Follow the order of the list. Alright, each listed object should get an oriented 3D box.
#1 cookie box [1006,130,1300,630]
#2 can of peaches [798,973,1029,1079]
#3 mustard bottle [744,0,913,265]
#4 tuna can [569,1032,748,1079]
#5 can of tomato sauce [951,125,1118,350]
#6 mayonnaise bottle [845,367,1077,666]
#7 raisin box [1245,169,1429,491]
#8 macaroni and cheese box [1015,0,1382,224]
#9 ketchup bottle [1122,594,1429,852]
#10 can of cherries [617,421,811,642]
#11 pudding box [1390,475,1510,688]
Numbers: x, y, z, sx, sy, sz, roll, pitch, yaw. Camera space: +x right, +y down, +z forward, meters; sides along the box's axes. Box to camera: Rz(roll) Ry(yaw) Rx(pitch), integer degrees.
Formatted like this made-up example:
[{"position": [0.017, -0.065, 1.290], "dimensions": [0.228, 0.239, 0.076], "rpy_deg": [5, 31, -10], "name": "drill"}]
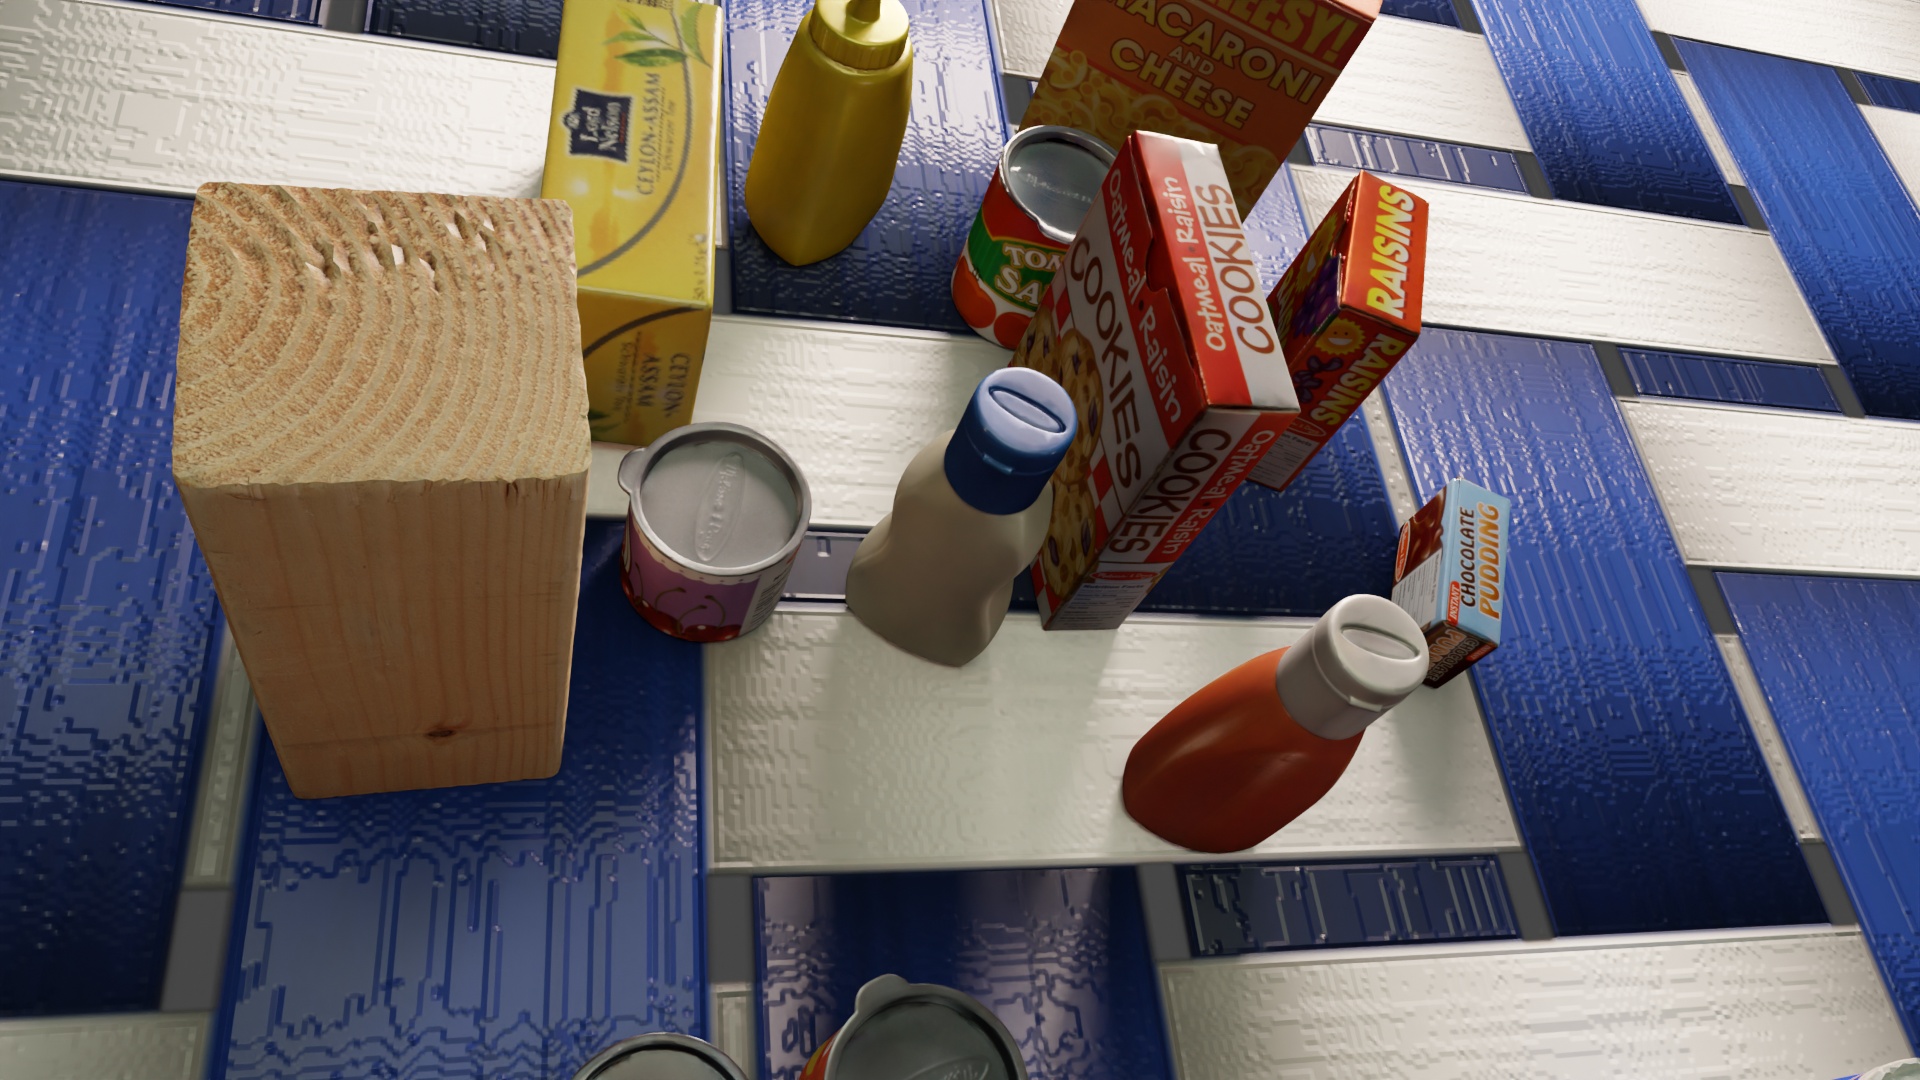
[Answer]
[{"position": [0.064, -0.056, 0.549], "dimensions": [0.040, 0.166, 0.123], "rpy_deg": [0, 60, -19], "name": "cookie box"}, {"position": [-0.019, 0.180, 0.445], "dimensions": [0.071, 0.057, 0.071], "rpy_deg": [9, 58, -14], "name": "can of peaches"}, {"position": [-0.051, -0.187, 0.594], "dimensions": [0.049, 0.159, 0.065], "rpy_deg": [45, 57, 10], "name": "mustard bottle"}, {"position": [-0.095, 0.192, 0.428], "dimensions": [0.071, 0.032, 0.071], "rpy_deg": [9, 58, -14], "name": "tuna can"}, {"position": [0.037, -0.136, 0.640], "dimensions": [0.071, 0.082, 0.071], "rpy_deg": [9, 58, -14], "name": "can of tomato sauce"}, {"position": [0.002, -0.006, 0.510], "dimensions": [0.065, 0.147, 0.041], "rpy_deg": [29, 56, 0], "name": "mayonnaise bottle"}, {"position": [0.162, -0.092, 0.631], "dimensions": [0.040, 0.122, 0.086], "rpy_deg": [21, 56, -6], "name": "raisin box"}, {"position": [0.105, -0.219, 0.662], "dimensions": [0.124, 0.165, 0.040], "rpy_deg": [27, 56, -2], "name": "macaroni and cheese box"}, {"position": [0.113, 0.069, 0.502], "dimensions": [0.065, 0.148, 0.044], "rpy_deg": [17, 57, -9], "name": "ketchup bottle"}, {"position": [-0.097, -0.003, 0.529], "dimensions": [0.071, 0.058, 0.072], "rpy_deg": [9, 58, -14], "name": "can of cherries"}, {"position": [0.220, 0.018, 0.629], "dimensions": [0.030, 0.049, 0.084], "rpy_deg": [22, 56, -5], "name": "pudding box"}]
